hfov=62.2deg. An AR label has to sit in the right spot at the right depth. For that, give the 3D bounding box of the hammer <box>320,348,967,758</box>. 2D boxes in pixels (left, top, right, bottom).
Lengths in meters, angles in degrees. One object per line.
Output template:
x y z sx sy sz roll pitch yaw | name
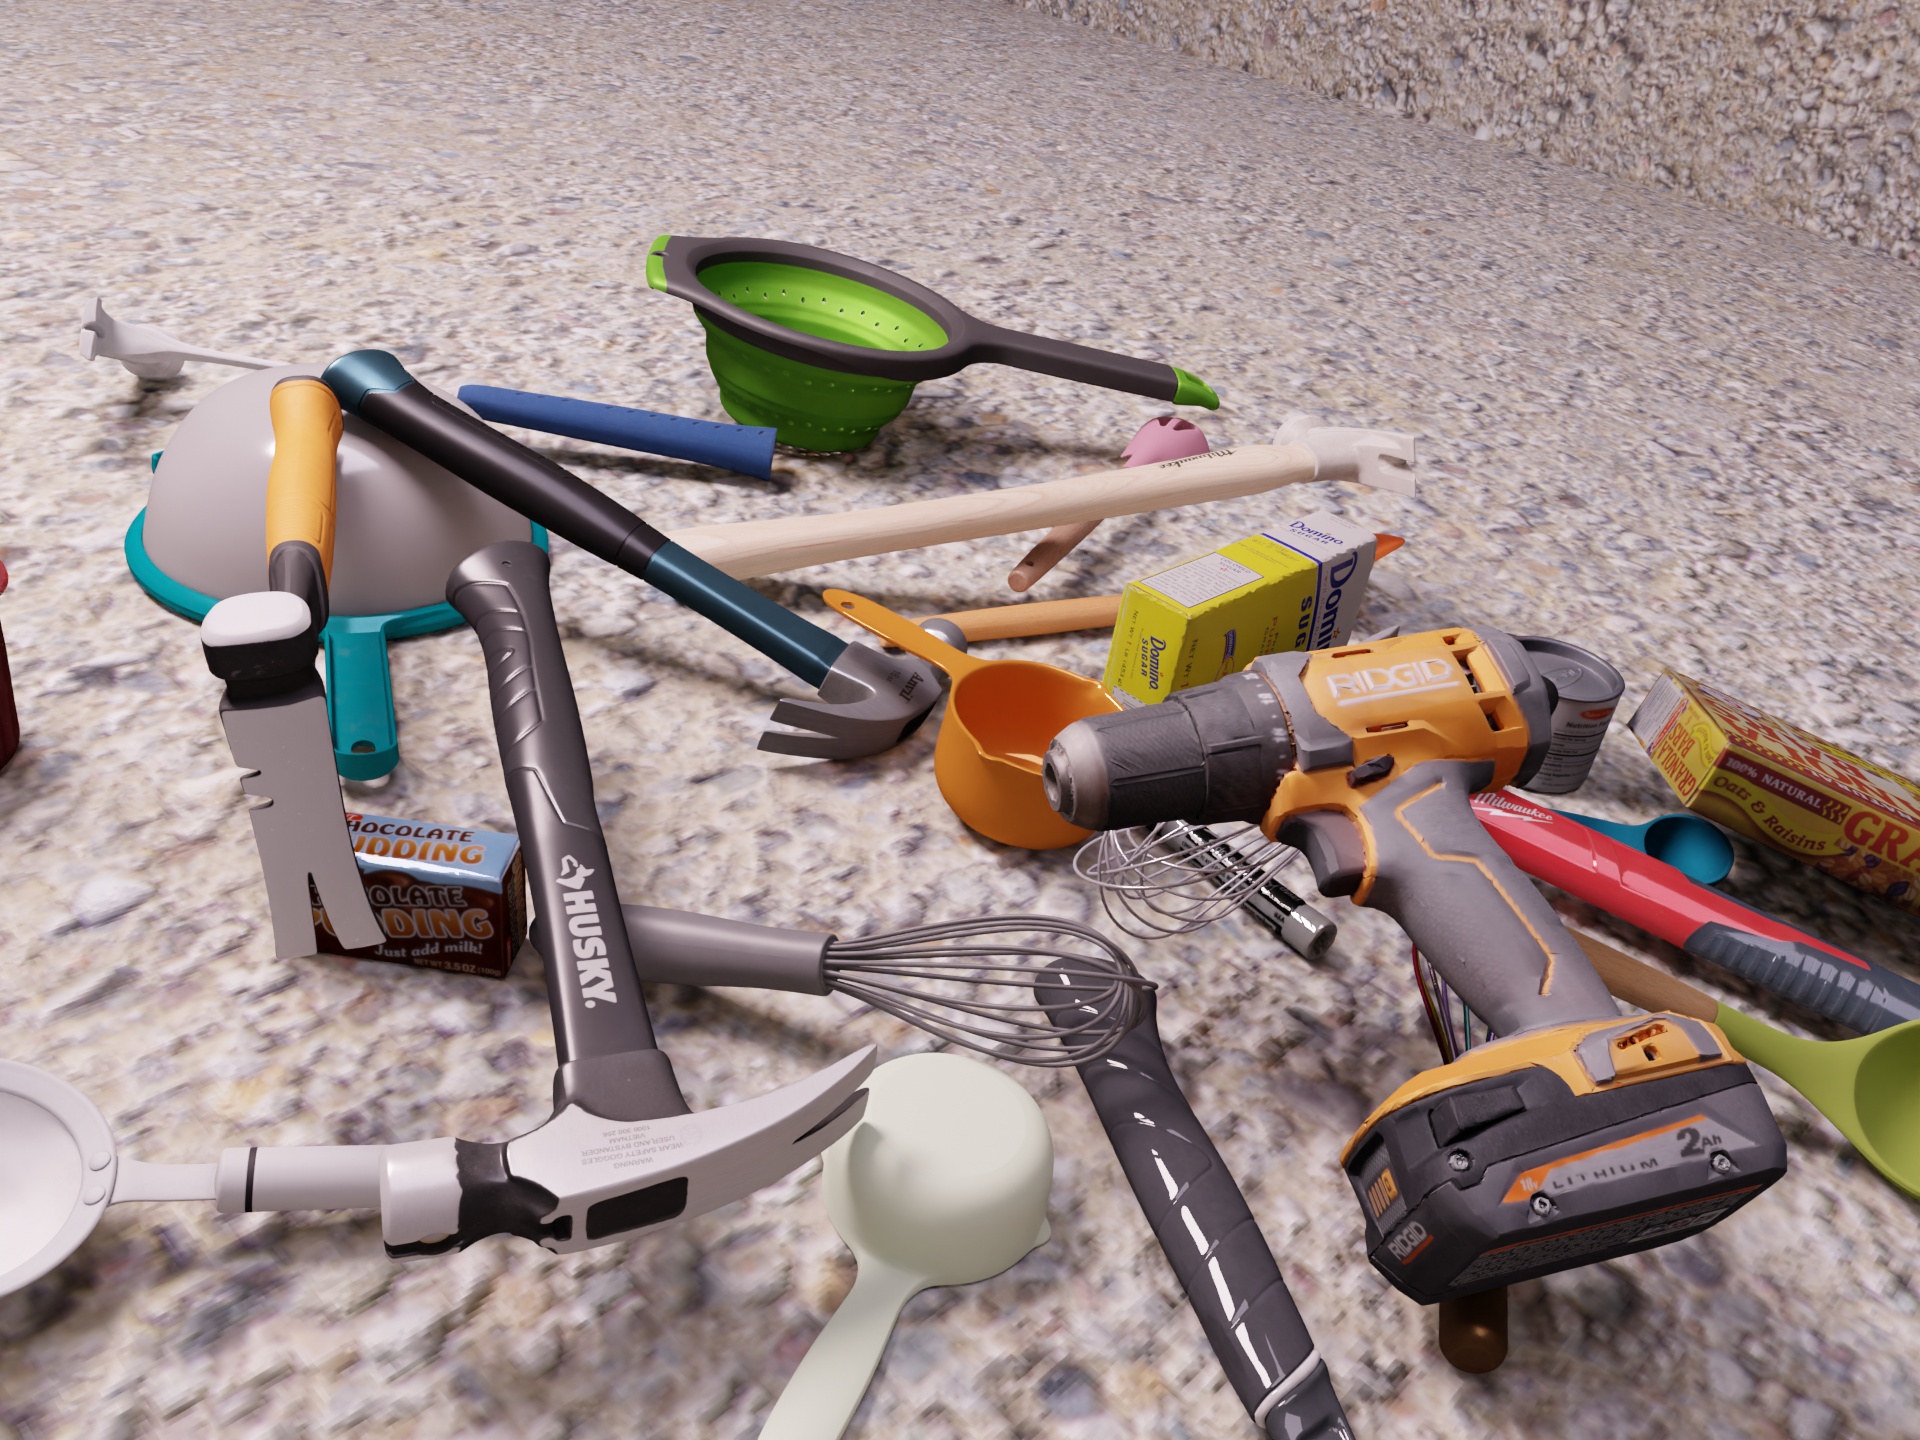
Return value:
-0.159 -0.085 0.772 0.331 0.033 0.128 31 37 1 | hammer

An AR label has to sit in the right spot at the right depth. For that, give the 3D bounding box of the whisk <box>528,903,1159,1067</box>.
-0.048 0.087 0.574 0.239 0.055 0.055 4 29 16 | whisk

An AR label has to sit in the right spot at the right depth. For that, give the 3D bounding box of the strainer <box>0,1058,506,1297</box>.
-0.224 0.139 0.472 0.258 0.050 0.087 4 37 -20 | strainer

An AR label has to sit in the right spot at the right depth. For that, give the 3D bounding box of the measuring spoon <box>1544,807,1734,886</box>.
0.304 0.060 0.772 0.128 0.021 0.042 9 50 17 | measuring spoon

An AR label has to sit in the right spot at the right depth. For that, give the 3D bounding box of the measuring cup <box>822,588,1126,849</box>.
-0.001 -0.002 0.737 0.174 0.052 0.095 32 37 23 | measuring cup

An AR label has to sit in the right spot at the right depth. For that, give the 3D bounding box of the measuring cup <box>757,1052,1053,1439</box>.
-0.022 0.162 0.488 0.083 0.038 0.168 18 30 14 | measuring cup

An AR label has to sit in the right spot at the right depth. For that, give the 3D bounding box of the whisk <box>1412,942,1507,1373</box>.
0.190 0.137 0.597 0.047 0.051 0.245 -3 31 20 | whisk

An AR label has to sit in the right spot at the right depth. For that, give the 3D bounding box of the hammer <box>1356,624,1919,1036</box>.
0.326 0.075 0.711 0.386 0.038 0.143 28 47 25 | hammer

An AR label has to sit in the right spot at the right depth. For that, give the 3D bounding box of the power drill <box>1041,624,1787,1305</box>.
0.140 0.070 0.536 0.185 0.084 0.226 -8 55 -13 | power drill

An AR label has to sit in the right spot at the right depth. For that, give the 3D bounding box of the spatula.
0.104 -0.074 0.905 0.322 0.041 0.081 -8 12 -24 | spatula

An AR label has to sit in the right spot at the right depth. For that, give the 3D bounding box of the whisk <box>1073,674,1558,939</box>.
0.165 0.024 0.688 0.284 0.070 0.070 -18 41 -32 | whisk

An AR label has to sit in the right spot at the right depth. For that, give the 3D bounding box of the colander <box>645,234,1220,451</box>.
-0.021 -0.229 1.081 0.397 0.094 0.205 10 31 -13 | colander

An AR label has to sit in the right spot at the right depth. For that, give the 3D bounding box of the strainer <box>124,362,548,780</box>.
-0.302 -0.098 0.780 0.211 0.095 0.341 -4 32 -21 | strainer

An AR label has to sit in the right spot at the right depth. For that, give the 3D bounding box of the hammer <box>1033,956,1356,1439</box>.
0.097 0.209 0.452 0.149 0.036 0.409 -2 33 -17 | hammer

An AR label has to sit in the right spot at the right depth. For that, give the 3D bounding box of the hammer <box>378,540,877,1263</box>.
-0.139 0.035 0.570 0.146 0.035 0.335 -4 40 -21 | hammer

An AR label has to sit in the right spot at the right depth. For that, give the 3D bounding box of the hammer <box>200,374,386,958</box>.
-0.255 -0.054 0.620 0.034 0.127 0.337 -9 33 -16 | hammer

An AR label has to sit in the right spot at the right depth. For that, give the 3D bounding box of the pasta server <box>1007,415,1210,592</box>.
0.096 -0.139 1.010 0.060 0.040 0.316 20 33 17 | pasta server

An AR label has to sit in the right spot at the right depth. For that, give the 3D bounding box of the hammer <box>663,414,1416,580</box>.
0.042 -0.117 0.876 0.410 0.038 0.146 -11 16 -10 | hammer

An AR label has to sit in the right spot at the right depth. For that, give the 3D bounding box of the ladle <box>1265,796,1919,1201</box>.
0.263 0.096 0.597 0.320 0.062 0.078 25 62 0 | ladle

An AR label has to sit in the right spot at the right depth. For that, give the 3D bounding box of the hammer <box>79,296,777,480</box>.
-0.314 -0.196 0.962 0.405 0.035 0.144 9 5 -9 | hammer
